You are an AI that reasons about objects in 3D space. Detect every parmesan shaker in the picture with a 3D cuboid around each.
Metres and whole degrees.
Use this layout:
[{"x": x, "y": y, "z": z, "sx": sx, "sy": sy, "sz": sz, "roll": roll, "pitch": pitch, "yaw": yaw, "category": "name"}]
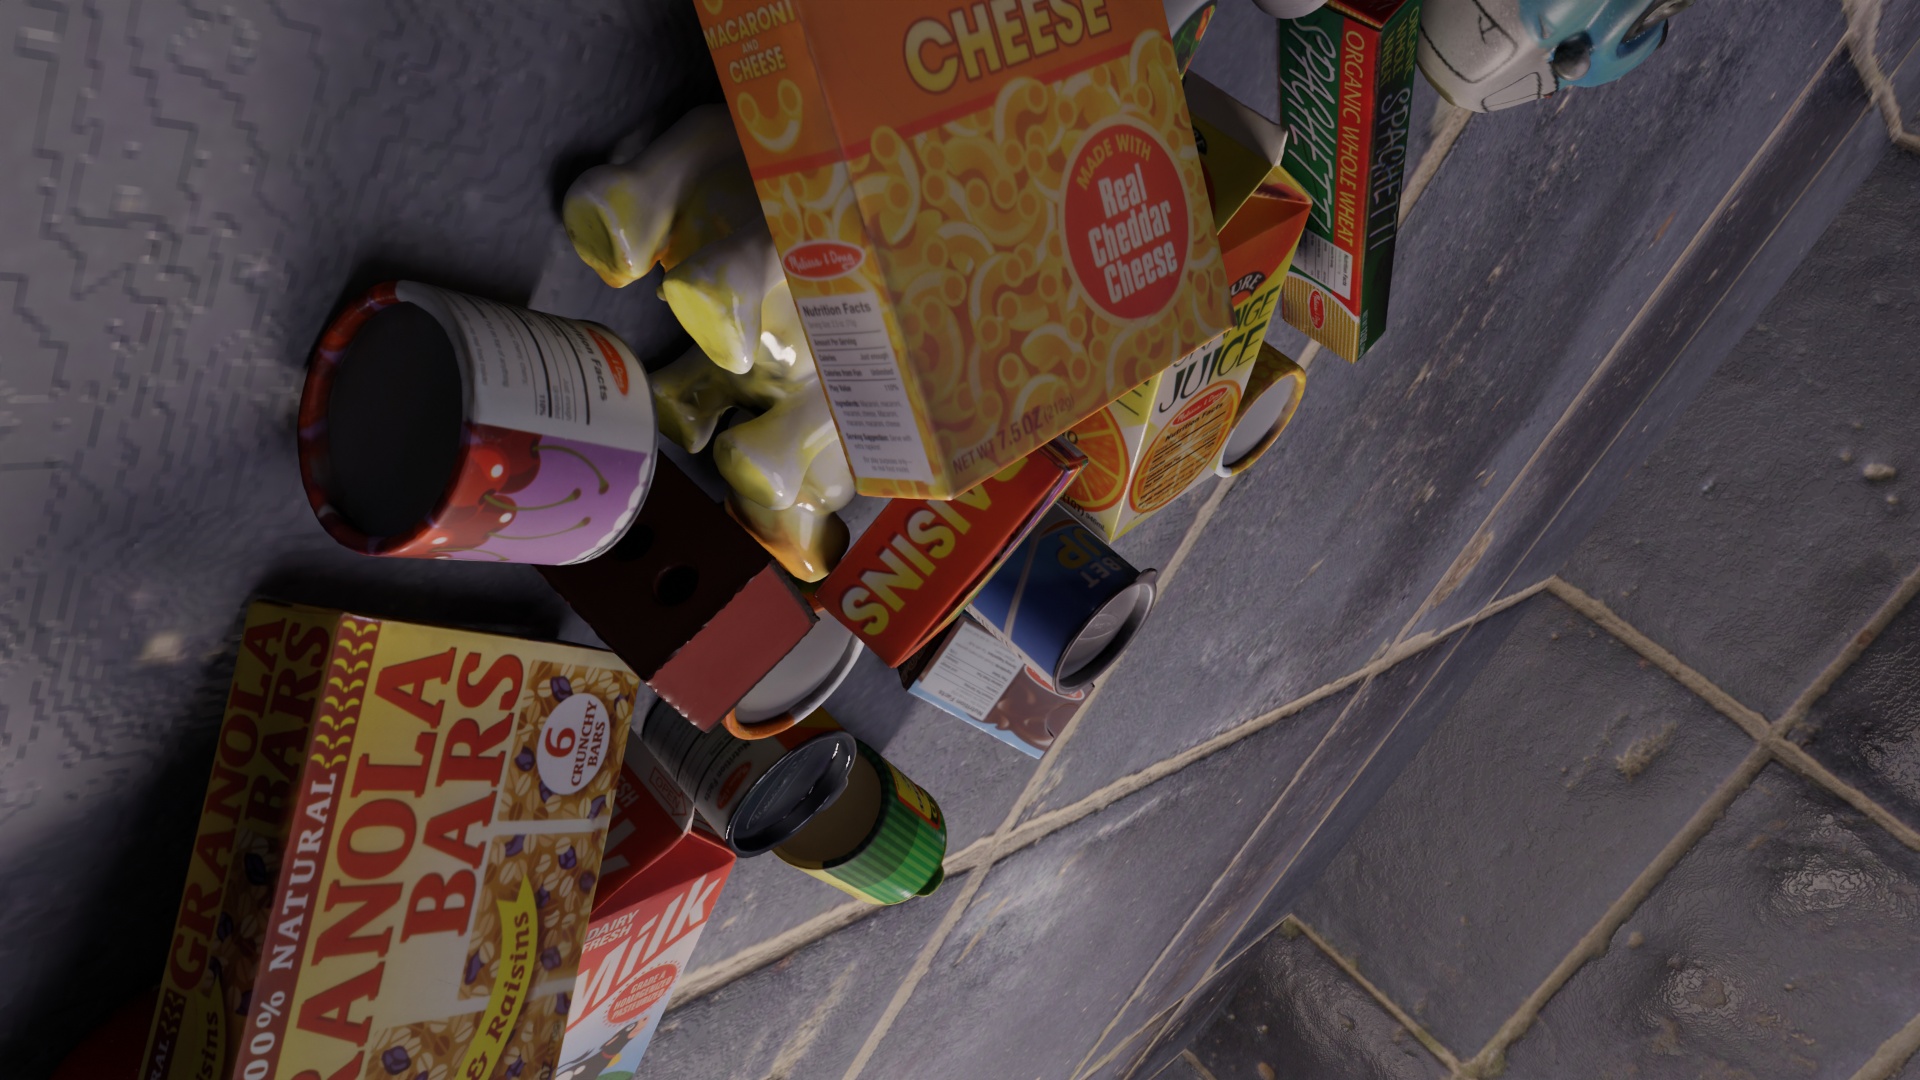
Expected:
[{"x": -0.049, "y": 0.139, "z": 0.682, "sx": 0.071, "sy": 0.071, "sz": 0.102, "roll": -45, "pitch": 154, "yaw": -7, "category": "parmesan shaker"}]

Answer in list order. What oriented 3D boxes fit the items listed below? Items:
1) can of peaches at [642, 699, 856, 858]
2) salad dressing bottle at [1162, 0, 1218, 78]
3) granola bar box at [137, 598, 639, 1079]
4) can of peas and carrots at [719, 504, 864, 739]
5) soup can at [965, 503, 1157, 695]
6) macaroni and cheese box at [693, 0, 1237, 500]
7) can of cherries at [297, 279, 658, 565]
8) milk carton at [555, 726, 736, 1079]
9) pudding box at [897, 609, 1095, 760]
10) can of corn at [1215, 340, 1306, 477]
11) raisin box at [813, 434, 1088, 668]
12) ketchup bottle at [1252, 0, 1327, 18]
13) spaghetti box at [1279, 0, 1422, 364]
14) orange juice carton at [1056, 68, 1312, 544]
[{"x": -0.085, "y": 0.085, "z": 0.566, "sx": 0.071, "sy": 0.058, "sz": 0.071, "roll": -38, "pitch": 152, "yaw": -24, "category": "can of peaches"}, {"x": 0.034, "y": -0.119, "z": 0.448, "sx": 0.064, "sy": 0.044, "sz": 0.147, "roll": -38, "pitch": 153, "yaw": -86, "category": "salad dressing bottle"}, {"x": -0.163, "y": 0.106, "z": 0.408, "sx": 0.124, "sy": 0.039, "sz": 0.165, "roll": 21, "pitch": 78, "yaw": -62, "category": "granola bar box"}, {"x": -0.077, "y": 0.029, "z": 0.499, "sx": 0.071, "sy": 0.059, "sz": 0.070, "roll": -37, "pitch": 152, "yaw": -24, "category": "can of peas and carrots"}, {"x": 0.039, "y": 0.017, "z": 0.637, "sx": 0.071, "sy": 0.084, "sz": 0.071, "roll": -37, "pitch": 152, "yaw": -23, "category": "soup can"}, {"x": 0.003, "y": -0.111, "z": 0.350, "sx": 0.124, "sy": 0.040, "sz": 0.166, "roll": -33, "pitch": 114, "yaw": -37, "category": "macaroni and cheese box"}, {"x": -0.121, "y": -0.025, "z": 0.346, "sx": 0.071, "sy": 0.071, "sz": 0.058, "roll": -57, "pitch": 153, "yaw": 16, "category": "can of cherries"}, {"x": -0.149, "y": 0.143, "z": 0.528, "sx": 0.074, "sy": 0.072, "sz": 0.189, "roll": -14, "pitch": 137, "yaw": -50, "category": "milk carton"}, {"x": 0.017, "y": 0.067, "z": 0.680, "sx": 0.083, "sy": 0.030, "sz": 0.049, "roll": 30, "pitch": 103, "yaw": -20, "category": "pudding box"}, {"x": 0.128, "y": -0.075, "z": 0.680, "sx": 0.071, "sy": 0.058, "sz": 0.070, "roll": -37, "pitch": 152, "yaw": -23, "category": "can of corn"}, {"x": 0.002, "y": -0.006, "z": 0.492, "sx": 0.086, "sy": 0.040, "sz": 0.123, "roll": -49, "pitch": 176, "yaw": 9, "category": "raisin box"}, {"x": 0.087, "y": -0.214, "z": 0.441, "sx": 0.064, "sy": 0.043, "sz": 0.149, "roll": -57, "pitch": 154, "yaw": 13, "category": "ketchup bottle"}, {"x": 0.176, "y": -0.165, "z": 0.641, "sx": 0.029, "sy": 0.050, "sz": 0.249, "roll": -46, "pitch": 154, "yaw": -9, "category": "spaghetti box"}, {"x": 0.076, "y": -0.096, "z": 0.553, "sx": 0.073, "sy": 0.072, "sz": 0.191, "roll": -32, "pitch": 150, "yaw": -31, "category": "orange juice carton"}]
